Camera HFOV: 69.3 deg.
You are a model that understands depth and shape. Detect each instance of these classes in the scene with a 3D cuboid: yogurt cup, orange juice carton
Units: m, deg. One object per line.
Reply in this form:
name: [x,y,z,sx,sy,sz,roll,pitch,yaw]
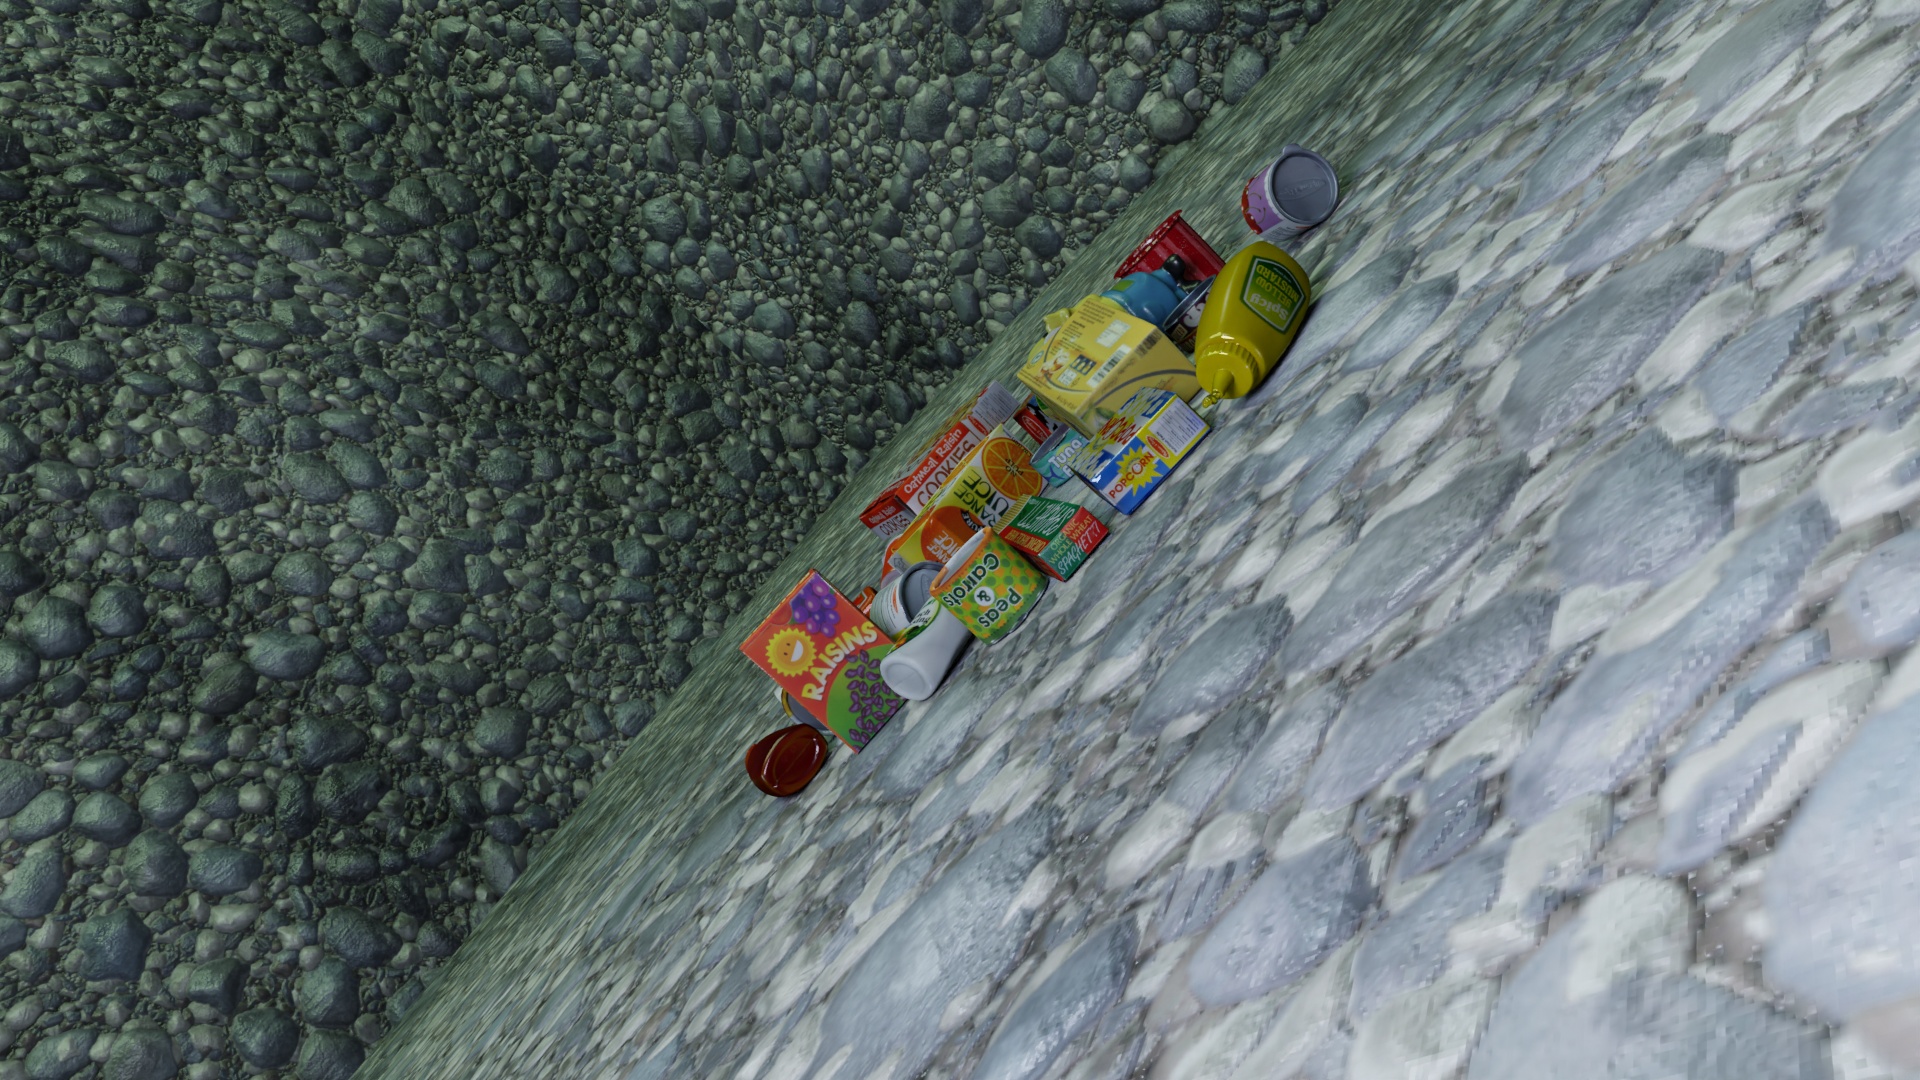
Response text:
yogurt cup: [-0.044,0.033,1.324,0.072,0.072,0.054,-42,17,32]
orange juice carton: [0.005,-0.016,1.272,0.072,0.072,0.194,-40,10,47]

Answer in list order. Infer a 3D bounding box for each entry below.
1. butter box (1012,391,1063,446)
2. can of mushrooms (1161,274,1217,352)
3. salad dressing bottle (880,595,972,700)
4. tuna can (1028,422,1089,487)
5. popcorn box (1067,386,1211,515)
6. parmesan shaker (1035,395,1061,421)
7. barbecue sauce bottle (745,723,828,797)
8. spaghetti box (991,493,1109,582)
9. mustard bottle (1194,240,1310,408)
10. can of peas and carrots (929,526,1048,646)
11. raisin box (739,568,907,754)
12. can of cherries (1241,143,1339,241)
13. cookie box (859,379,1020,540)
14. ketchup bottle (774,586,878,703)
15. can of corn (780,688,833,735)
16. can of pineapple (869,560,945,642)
butter box: [0.096,-0.141,1.474,0.024,0.053,0.104,-39,11,38]
can of mushrooms: [0.211,-0.198,1.224,0.071,0.033,0.071,-45,8,9]
salad dressing bottle: [-0.008,0.059,1.072,0.064,0.044,0.148,-40,10,46]
tuna can: [0.096,-0.082,1.253,0.071,0.033,0.071,-46,8,8]
popcorn box: [0.126,-0.067,1.000,0.085,0.038,0.127,-47,8,4]
parmesan shaker: [0.120,-0.154,1.376,0.071,0.071,0.103,-48,8,-7]
barbecue sauce bottle: [-0.159,0.192,1.212,0.065,0.043,0.148,-50,8,-19]
spaghetti box: [0.063,-0.006,1.070,0.050,0.028,0.250,-48,8,-2]
mustard bottle: [0.192,-0.139,0.939,0.048,0.065,0.161,-46,11,49]
can of peas and carrots: [0.020,0.033,0.996,0.071,0.058,0.071,-46,8,8]
raisin box: [-0.099,0.094,1.089,0.086,0.123,0.040,-47,7,-3]
can of cherries: [0.285,-0.301,1.205,0.071,0.071,0.058,-49,7,-11]
cookie box: [-0.023,-0.080,1.416,0.168,0.040,0.122,-50,9,-22]
ketchup bottle: [-0.130,0.115,1.438,0.149,0.043,0.065,-47,8,0]
can of corn: [-0.116,0.126,1.214,0.071,0.071,0.058,-41,10,36]
can of pineapple: [-0.031,0.057,1.133,0.071,0.071,0.057,-52,9,-35]
